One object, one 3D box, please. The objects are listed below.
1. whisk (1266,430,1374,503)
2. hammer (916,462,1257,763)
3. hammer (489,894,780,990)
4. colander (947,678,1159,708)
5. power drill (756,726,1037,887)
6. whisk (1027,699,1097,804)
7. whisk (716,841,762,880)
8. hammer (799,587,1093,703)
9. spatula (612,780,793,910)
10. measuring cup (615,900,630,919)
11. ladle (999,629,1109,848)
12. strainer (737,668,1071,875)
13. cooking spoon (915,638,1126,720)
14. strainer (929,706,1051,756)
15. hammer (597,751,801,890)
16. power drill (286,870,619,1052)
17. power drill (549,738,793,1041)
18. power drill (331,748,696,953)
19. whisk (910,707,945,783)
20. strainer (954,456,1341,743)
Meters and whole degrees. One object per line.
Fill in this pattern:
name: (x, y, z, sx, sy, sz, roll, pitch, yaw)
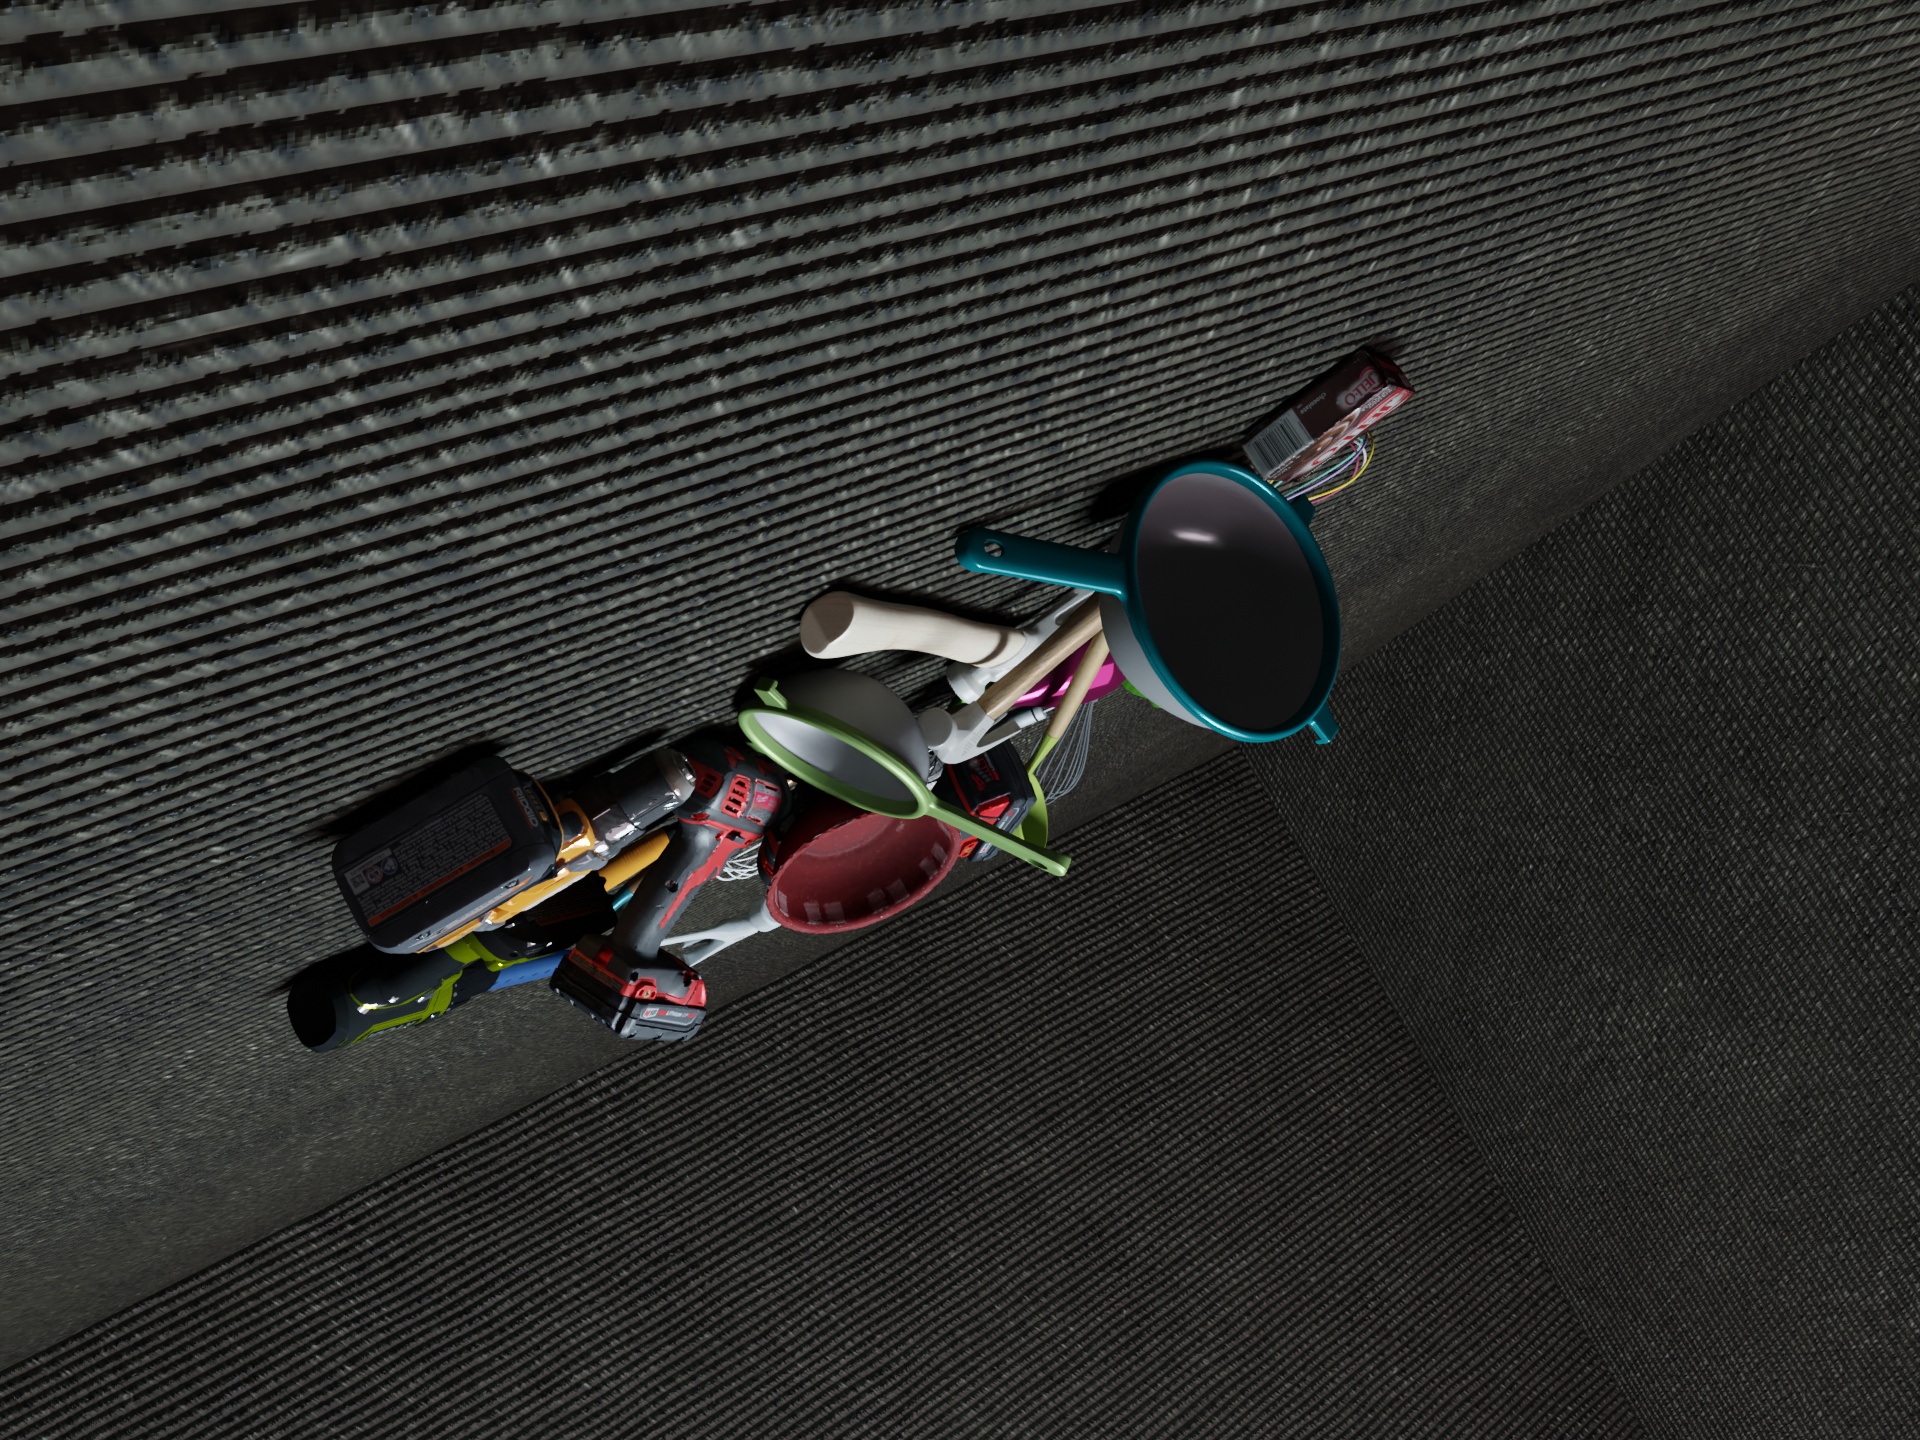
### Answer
whisk: (0.241, -0.172, 1.334, 0.245, 0.047, 0.051, -32, 172, 34)
hammer: (0.106, -0.082, 1.253, 0.331, 0.031, 0.130, -41, 165, 4)
hammer: (-0.356, 0.224, 1.488, 0.144, 0.035, 0.405, -29, 164, 40)
colander: (0.161, -0.050, 1.571, 0.397, 0.094, 0.204, -23, 169, -34)
power drill: (-0.051, 0.067, 1.348, 0.226, 0.080, 0.187, -9, 150, -31)
whisk: (0.121, -0.024, 1.482, 0.055, 0.055, 0.239, -12, 131, -60)
whisk: (-0.155, 0.099, 1.587, 0.246, 0.058, 0.059, -26, 131, -45)
hammer: (-0.005, -0.068, 1.172, 0.146, 0.038, 0.410, -33, 170, 16)
spatula: (-0.282, 0.128, 1.432, 0.317, 0.044, 0.082, -35, 171, 3)
measuring cup: (-0.288, 0.163, 1.549, 0.083, 0.038, 0.167, -20, 165, -43)
ladle: (0.103, -0.003, 1.386, 0.078, 0.062, 0.320, -64, 180, -54)
strainer: (-0.030, 0.028, 1.125, 0.069, 0.256, 0.151, -65, -178, -19)
cooking spoon: (-0.002, -0.004, 1.398, 0.319, 0.017, 0.068, -18, 127, -2)
strainer: (-0.023, 0.028, 1.508, 0.258, 0.050, 0.087, -22, -162, 13)
hammer: (-0.272, 0.113, 1.341, 0.337, 0.034, 0.127, -31, 171, 10)
power drill: (-0.379, 0.176, 1.236, 0.228, 0.080, 0.190, -30, 170, 25)
power drill: (-0.202, 0.125, 1.193, 0.219, 0.079, 0.143, -63, 156, -1)
power drill: (-0.270, 0.073, 1.009, 0.185, 0.084, 0.226, -30, 175, 1)
whisk: (-0.132, 0.066, 1.460, 0.284, 0.070, 0.070, -24, 171, 3)
strainer: (0.121, -0.085, 1.132, 0.340, 0.211, 0.095, 7, 163, -33)
